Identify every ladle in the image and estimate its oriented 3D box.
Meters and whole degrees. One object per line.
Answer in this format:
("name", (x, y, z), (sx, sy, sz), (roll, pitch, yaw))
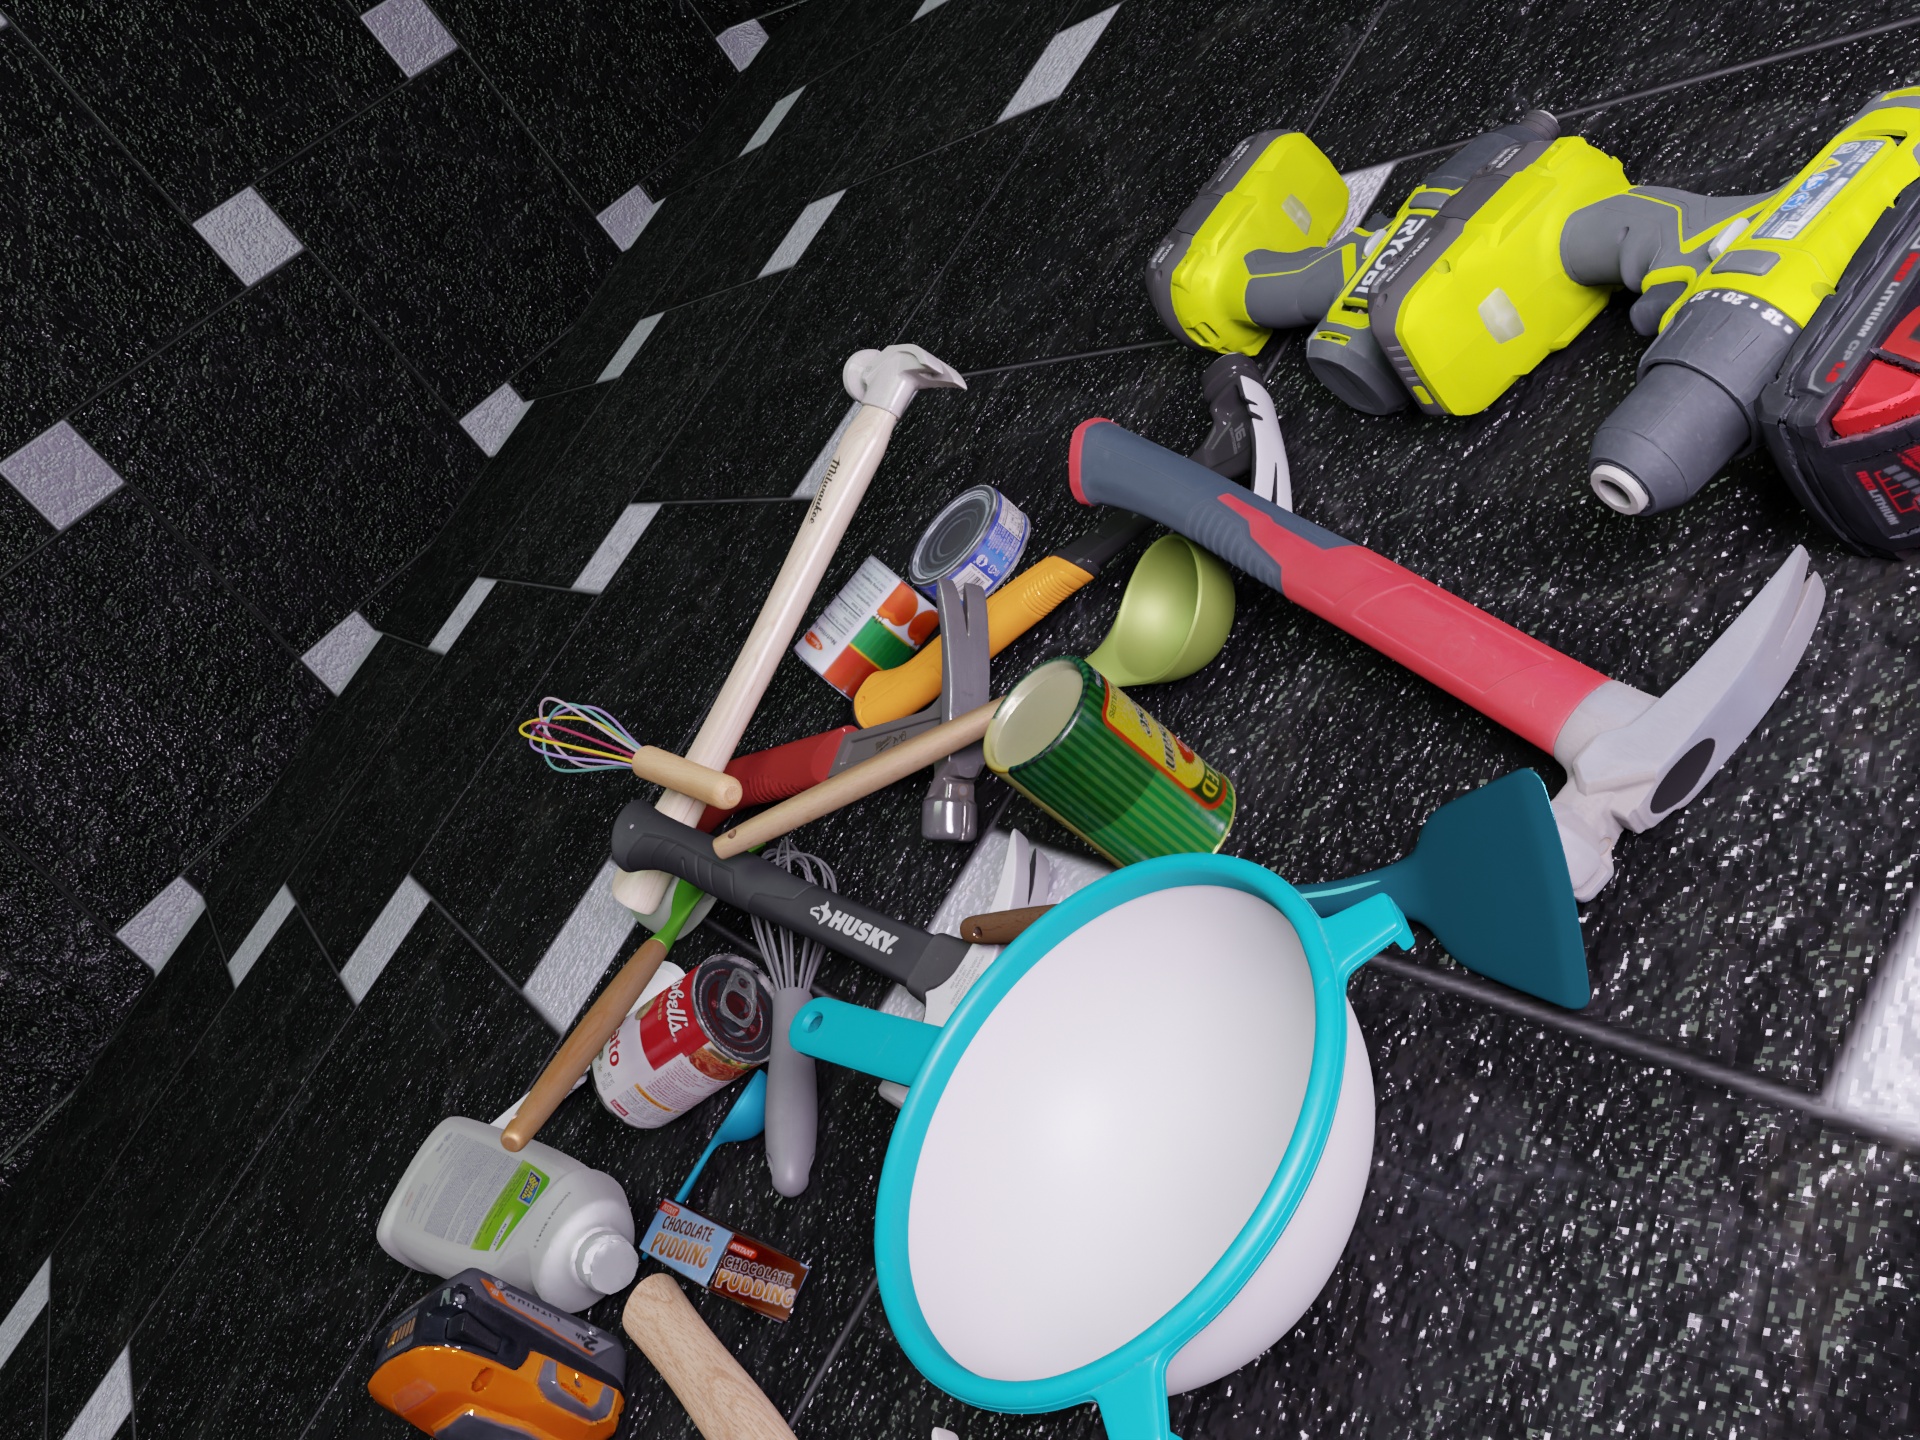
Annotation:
("ladle", (-0.001, -0.003, 0.843), (0.320, 0.062, 0.078), (-26, 44, 14))

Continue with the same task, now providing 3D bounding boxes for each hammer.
("hammer", (0.170, -0.076, 0.694), (0.143, 0.038, 0.387), (-50, 39, 3))
("hammer", (-0.082, 0.321, 0.694), (0.130, 0.031, 0.331), (-58, 28, -11))
("hammer", (-0.121, -0.059, 1.045), (0.410, 0.038, 0.146), (-63, 26, 0))
("hammer", (-0.092, 0.096, 0.883), (0.335, 0.035, 0.146), (17, 69, 45))
("hammer", (0.052, -0.074, 0.940), (0.337, 0.034, 0.127), (-35, 42, 35))
("hammer", (-0.096, 0.019, 1.026), (0.359, 0.036, 0.149), (-15, 70, 54))

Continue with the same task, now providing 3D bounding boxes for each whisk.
("whisk", (-0.095, 0.160, 0.892), (0.055, 0.055, 0.239), (-38, 36, 26))
("whisk", (-0.222, 0.025, 1.049), (0.245, 0.047, 0.051), (15, 83, 47))

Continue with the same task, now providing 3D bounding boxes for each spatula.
("spatula", (0.106, 0.077, 0.649), (0.317, 0.044, 0.082), (-13, 89, 45))

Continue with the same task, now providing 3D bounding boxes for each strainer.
("strainer", (0.039, 0.161, 0.632), (0.340, 0.095, 0.211), (-3, 52, 58))
("strainer", (-0.255, 0.232, 1.057), (0.258, 0.050, 0.087), (-40, 44, 29))

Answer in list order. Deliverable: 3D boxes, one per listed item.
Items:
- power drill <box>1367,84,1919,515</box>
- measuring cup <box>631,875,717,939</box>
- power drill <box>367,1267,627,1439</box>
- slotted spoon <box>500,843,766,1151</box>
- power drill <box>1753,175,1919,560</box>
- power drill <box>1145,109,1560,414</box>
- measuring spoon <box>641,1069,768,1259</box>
("power drill", (0.275, -0.171, 0.656), (0.190, 0.080, 0.229), (-45, 26, -4))
("measuring cup", (-0.221, 0.104, 1.150), (0.083, 0.038, 0.168), (-56, 30, -8))
("power drill", (-0.244, 0.378, 0.733), (0.084, 0.164, 0.227), (-39, 28, 26))
("slotted spoon", (-0.191, 0.149, 0.945), (0.070, 0.031, 0.314), (-37, 11, 27))
("power drill", (0.354, -0.078, 0.455), (0.188, 0.080, 0.227), (-55, 30, -4))
("power drill", (0.215, -0.265, 0.886), (0.171, 0.080, 0.223), (-53, 31, 0))
("measuring spoon", (-0.137, 0.251, 0.879), (0.128, 0.021, 0.042), (-58, 2, 9))
